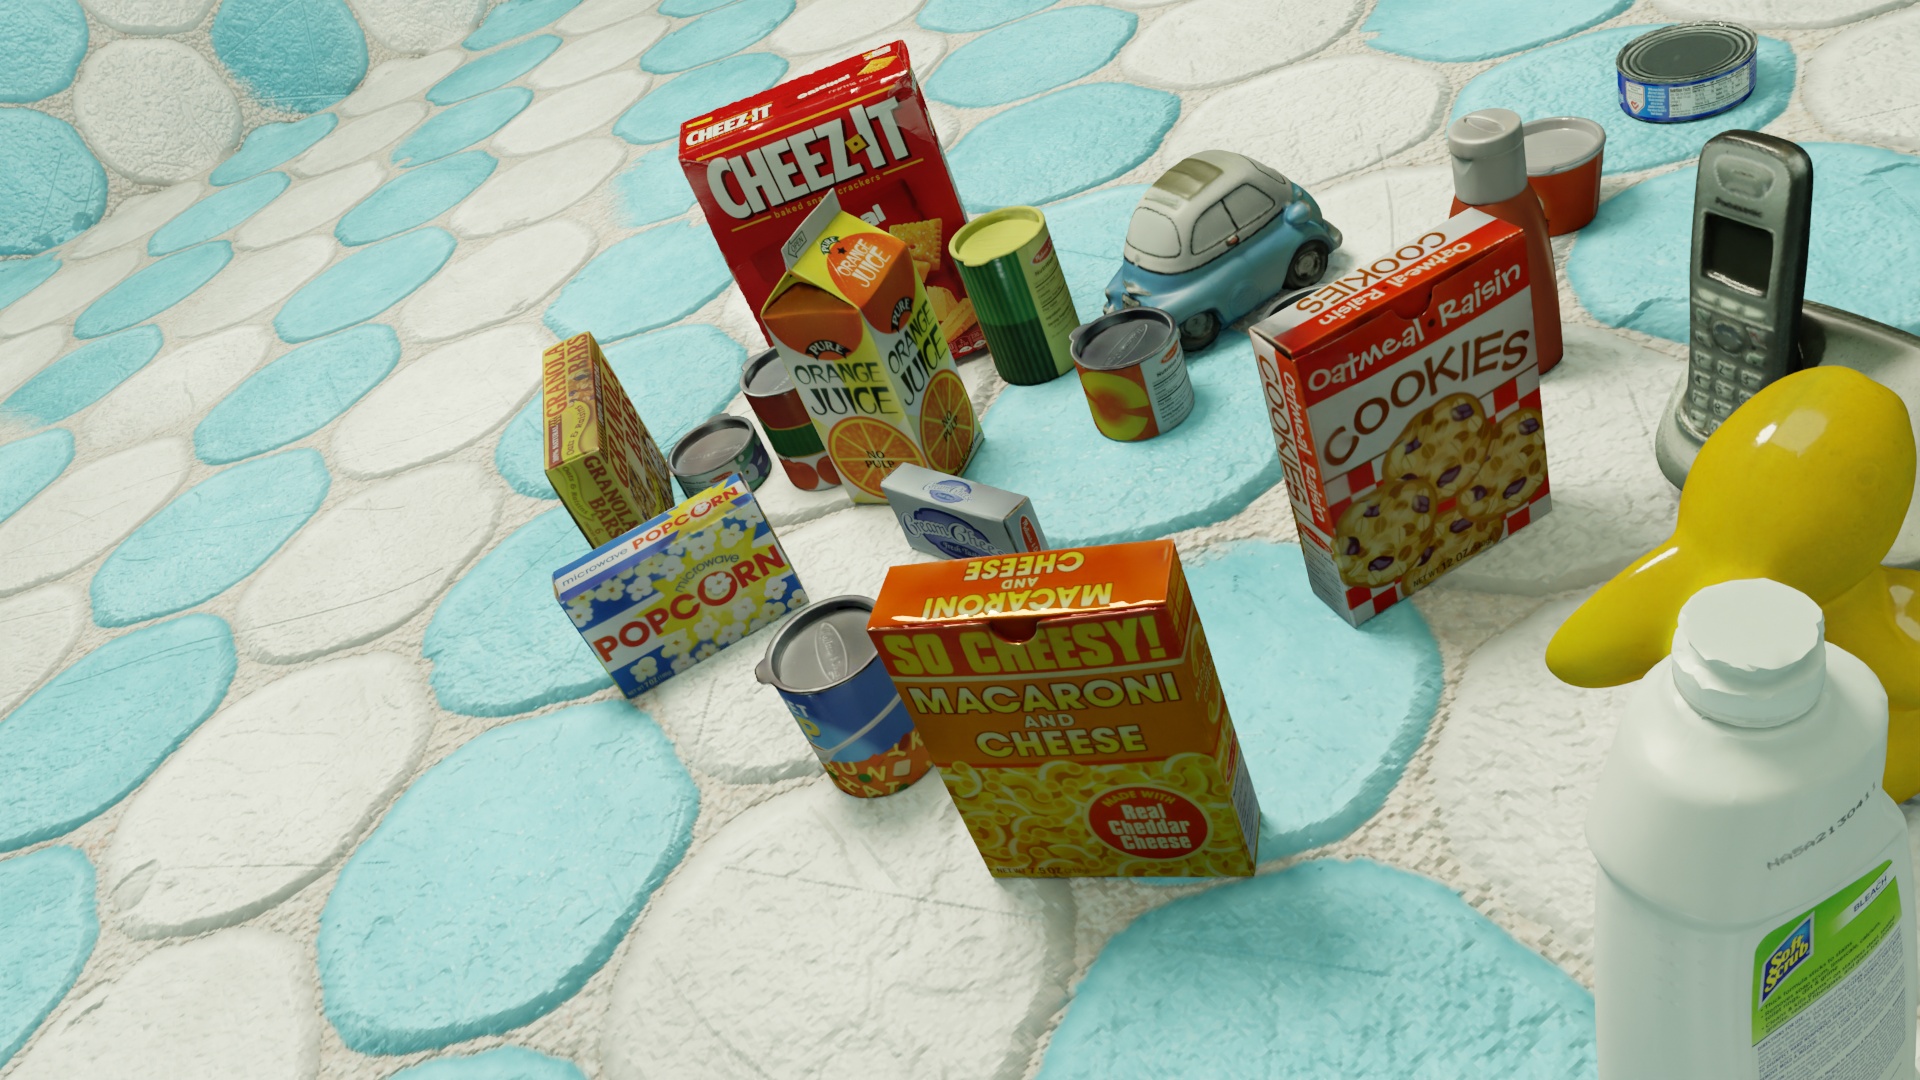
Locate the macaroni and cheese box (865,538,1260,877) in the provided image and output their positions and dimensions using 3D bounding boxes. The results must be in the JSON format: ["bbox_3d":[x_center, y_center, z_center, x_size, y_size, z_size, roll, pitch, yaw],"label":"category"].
[{"bbox_3d":[0.048,0.078,0.582,0.123,0.165,0.040,-6,40,22],"label":"macaroni and cheese box"}]

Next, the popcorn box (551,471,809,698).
[{"bbox_3d":[-0.165,0.028,0.826,0.127,0.085,0.038,-29,37,-8],"label":"popcorn box"}]

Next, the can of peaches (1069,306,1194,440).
[{"bbox_3d":[0.106,-0.104,0.866,0.071,0.057,0.071,-15,38,12],"label":"can of peaches"}]

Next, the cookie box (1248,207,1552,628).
[{"bbox_3d":[0.213,-0.054,0.657,0.123,0.166,0.040,-29,37,-7],"label":"cookie box"}]

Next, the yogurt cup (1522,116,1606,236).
[{"bbox_3d":[0.374,-0.230,0.882,0.072,0.053,0.073,-15,38,12],"label":"yogurt cup"}]

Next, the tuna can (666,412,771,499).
[{"bbox_3d":[-0.169,-0.057,0.975,0.071,0.032,0.071,-15,38,12],"label":"tuna can"}]

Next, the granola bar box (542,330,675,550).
[{"bbox_3d":[-0.231,-0.048,0.921,0.039,0.123,0.166,-24,37,0],"label":"granola bar box"}]

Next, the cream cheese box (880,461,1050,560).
[{"bbox_3d":[0.003,-0.010,0.809,0.104,0.053,0.024,18,53,42],"label":"cream cheese box"}]

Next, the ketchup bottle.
[{"bbox_3d":[0.295,-0.161,0.761,0.043,0.148,0.065,-30,37,-8],"label":"ketchup bottle"}]

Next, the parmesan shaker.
[{"bbox_3d":[0.039,-0.162,0.937,0.071,0.102,0.072,-15,37,12],"label":"parmesan shaker"}]

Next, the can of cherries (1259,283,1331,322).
[{"bbox_3d":[0.216,-0.108,0.812,0.071,0.058,0.072,-15,38,12],"label":"can of cherries"}]

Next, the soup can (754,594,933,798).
[{"bbox_3d":[-0.055,0.080,0.703,0.071,0.083,0.072,-15,38,12],"label":"soup can"}]

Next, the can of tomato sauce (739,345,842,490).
[{"bbox_3d":[-0.103,-0.085,0.933,0.071,0.082,0.071,-15,38,12],"label":"can of tomato sauce"}]

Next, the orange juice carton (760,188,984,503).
[{"bbox_3d":[-0.057,-0.116,0.856,0.073,0.191,0.072,1,43,29],"label":"orange juice carton"}]
